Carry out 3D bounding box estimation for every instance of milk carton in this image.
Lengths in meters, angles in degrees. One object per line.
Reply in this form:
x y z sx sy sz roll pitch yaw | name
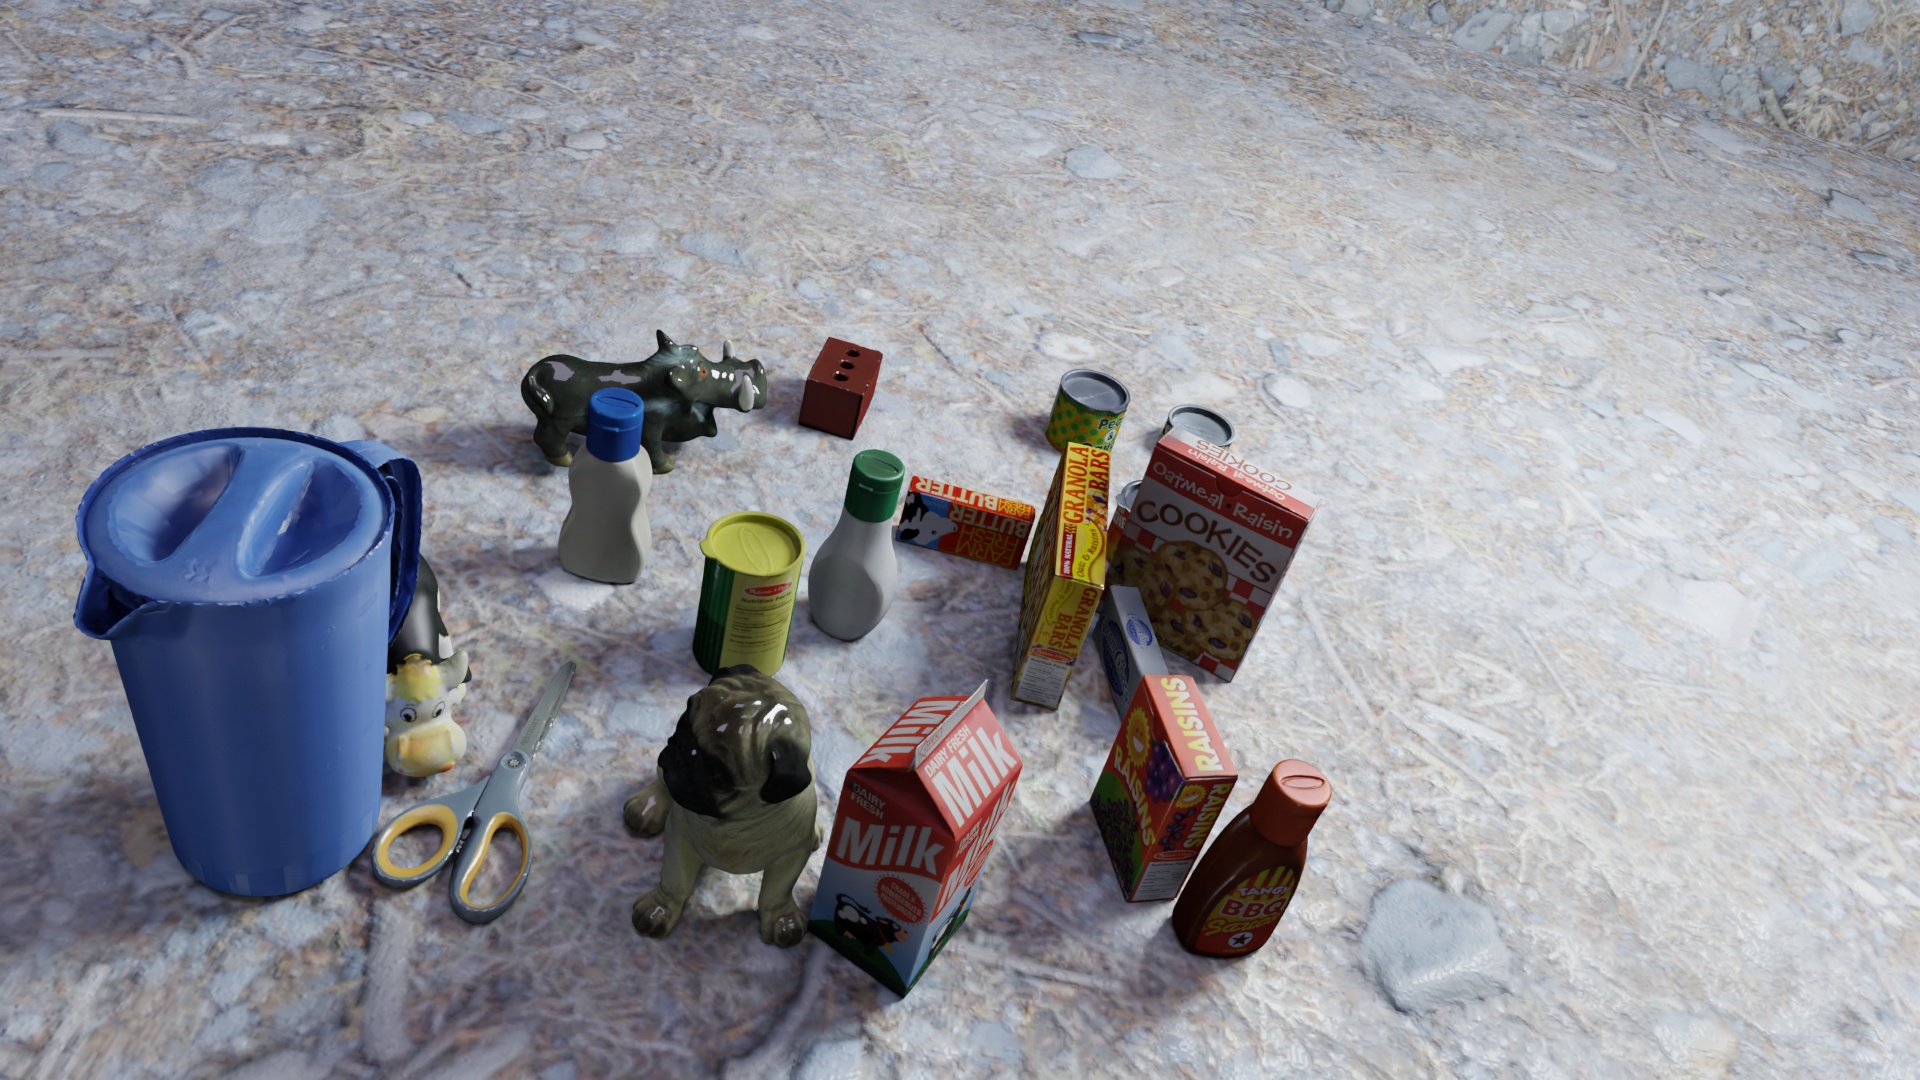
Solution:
-0.024 0.160 0.775 0.073 0.189 0.073 30 40 17 | milk carton

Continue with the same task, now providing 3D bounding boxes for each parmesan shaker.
-0.149 0.040 0.950 0.071 0.102 0.072 10 38 -8 | parmesan shaker

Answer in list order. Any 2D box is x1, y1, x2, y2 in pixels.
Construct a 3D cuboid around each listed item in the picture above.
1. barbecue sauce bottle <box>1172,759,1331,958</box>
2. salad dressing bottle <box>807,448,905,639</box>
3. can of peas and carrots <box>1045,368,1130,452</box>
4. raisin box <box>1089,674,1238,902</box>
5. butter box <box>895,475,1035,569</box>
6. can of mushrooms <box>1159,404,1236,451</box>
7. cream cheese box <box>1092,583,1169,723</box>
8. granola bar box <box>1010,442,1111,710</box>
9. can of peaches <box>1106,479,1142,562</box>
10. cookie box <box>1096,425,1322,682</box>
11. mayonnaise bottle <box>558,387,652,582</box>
0.180 0.194 0.841 0.065 0.147 0.044 2 40 -17 | barbecue sauce bottle
-0.071 0.004 0.986 0.064 0.146 0.044 24 38 10 | salad dressing bottle
0.118 -0.114 1.272 0.071 0.058 0.071 10 38 -8 | can of peas and carrots
0.126 0.158 0.886 0.040 0.122 0.086 2 40 -18 | raisin box
0.004 -0.014 1.112 0.103 0.052 0.024 14 38 -3 | butter box
0.222 -0.095 1.307 0.071 0.033 0.071 10 38 -8 | can of mushrooms
0.126 0.086 1.032 0.024 0.053 0.104 4 39 -15 | cream cheese box
0.075 0.023 1.033 0.039 0.123 0.166 14 38 -3 | granola bar box
0.155 -0.009 1.156 0.071 0.057 0.071 10 38 -8 | can of peaches
0.183 0.012 1.052 0.123 0.166 0.040 28 39 15 | cookie box
-0.245 -0.037 0.973 0.065 0.147 0.041 11 38 -6 | mayonnaise bottle
